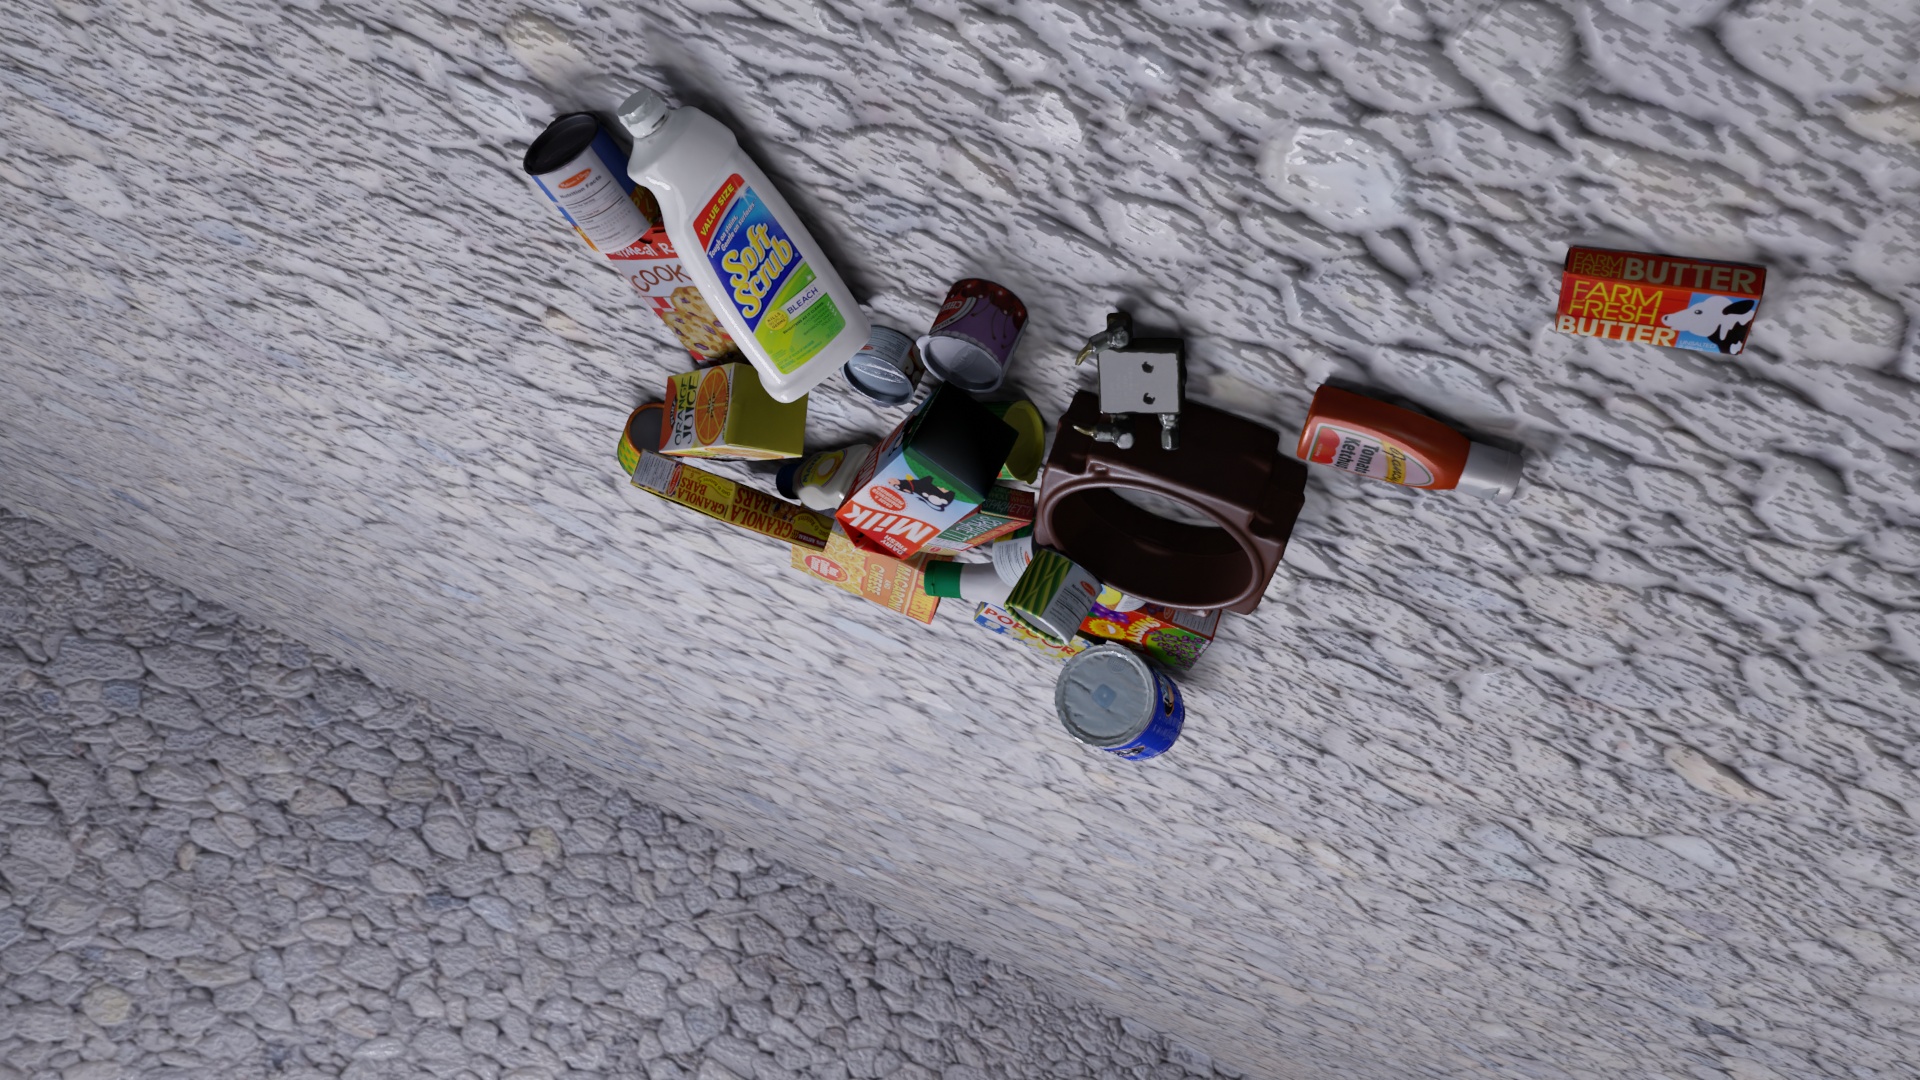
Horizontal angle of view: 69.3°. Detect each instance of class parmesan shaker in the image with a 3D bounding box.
[{"bbox_3d":[0.011,-0.081,1.164,0.103,0.071,0.071,2,146,36],"label":"parmesan shaker"}]

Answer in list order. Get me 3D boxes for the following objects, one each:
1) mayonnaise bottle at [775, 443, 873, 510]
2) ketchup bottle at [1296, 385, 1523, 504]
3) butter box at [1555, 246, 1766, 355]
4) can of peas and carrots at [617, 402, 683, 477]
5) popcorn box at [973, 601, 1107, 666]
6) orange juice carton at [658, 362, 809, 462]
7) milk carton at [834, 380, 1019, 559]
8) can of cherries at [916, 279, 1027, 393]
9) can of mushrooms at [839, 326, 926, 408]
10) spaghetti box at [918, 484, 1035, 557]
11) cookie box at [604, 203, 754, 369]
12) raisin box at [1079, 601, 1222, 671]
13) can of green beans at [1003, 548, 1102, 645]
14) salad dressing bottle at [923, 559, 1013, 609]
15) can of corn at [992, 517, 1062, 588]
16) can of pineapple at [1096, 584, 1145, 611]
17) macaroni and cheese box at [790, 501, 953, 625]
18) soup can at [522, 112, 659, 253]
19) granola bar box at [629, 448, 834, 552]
[{"bbox_3d":[-0.128,-0.058,1.329,0.041,0.065,0.148,39,159,-29],"label":"mayonnaise bottle"},{"bbox_3d":[0.317,-0.064,0.980,0.149,0.044,0.064,17,153,11],"label":"ketchup bottle"},{"bbox_3d":[0.399,-0.138,0.799,0.103,0.024,0.053,12,152,21],"label":"butter box"},{"bbox_3d":[-0.308,-0.100,1.393,0.071,0.071,0.058,29,153,-10],"label":"can of peas and carrots"},{"bbox_3d":[0.085,0.083,1.442,0.127,0.038,0.085,26,153,-5],"label":"popcorn box"},{"bbox_3d":[-0.212,-0.110,1.240,0.073,0.072,0.192,8,177,-34],"label":"orange juice carton"},{"bbox_3d":[-0.038,-0.046,1.119,0.073,0.073,0.190,35,149,-13],"label":"milk carton"},{"bbox_3d":[0.009,-0.155,1.043,0.071,0.058,0.071,19,154,10],"label":"can of cherries"},{"bbox_3d":[-0.064,-0.143,1.151,0.071,0.033,0.070,18,153,10],"label":"can of mushrooms"},{"bbox_3d":[0.005,-0.016,1.265,0.050,0.029,0.249,11,170,-15],"label":"spaghetti box"},{"bbox_3d":[-0.205,-0.207,1.137,0.123,0.040,0.167,4,148,34],"label":"cookie box"},{"bbox_3d":[0.181,0.075,1.351,0.123,0.040,0.085,21,154,2],"label":"raisin box"},{"bbox_3d":[0.078,0.049,1.182,0.071,0.058,0.071,31,167,8],"label":"can of green beans"},{"bbox_3d":[0.039,0.042,1.366,0.148,0.044,0.064,4,125,14],"label":"salad dressing bottle"},{"bbox_3d":[0.074,0.010,1.291,0.071,0.071,0.058,39,150,-27],"label":"can of corn"},{"bbox_3d":[0.149,0.023,1.252,0.071,0.071,0.057,22,153,2],"label":"can of pineapple"},{"bbox_3d":[-0.095,0.019,1.468,0.166,0.040,0.123,23,153,3],"label":"macaroni and cheese box"},{"bbox_3d":[-0.278,-0.272,1.053,0.071,0.071,0.083,5,149,32],"label":"soup can"},{"bbox_3d":[-0.218,-0.036,1.343,0.124,0.039,0.165,20,179,30],"label":"granola bar box"}]
